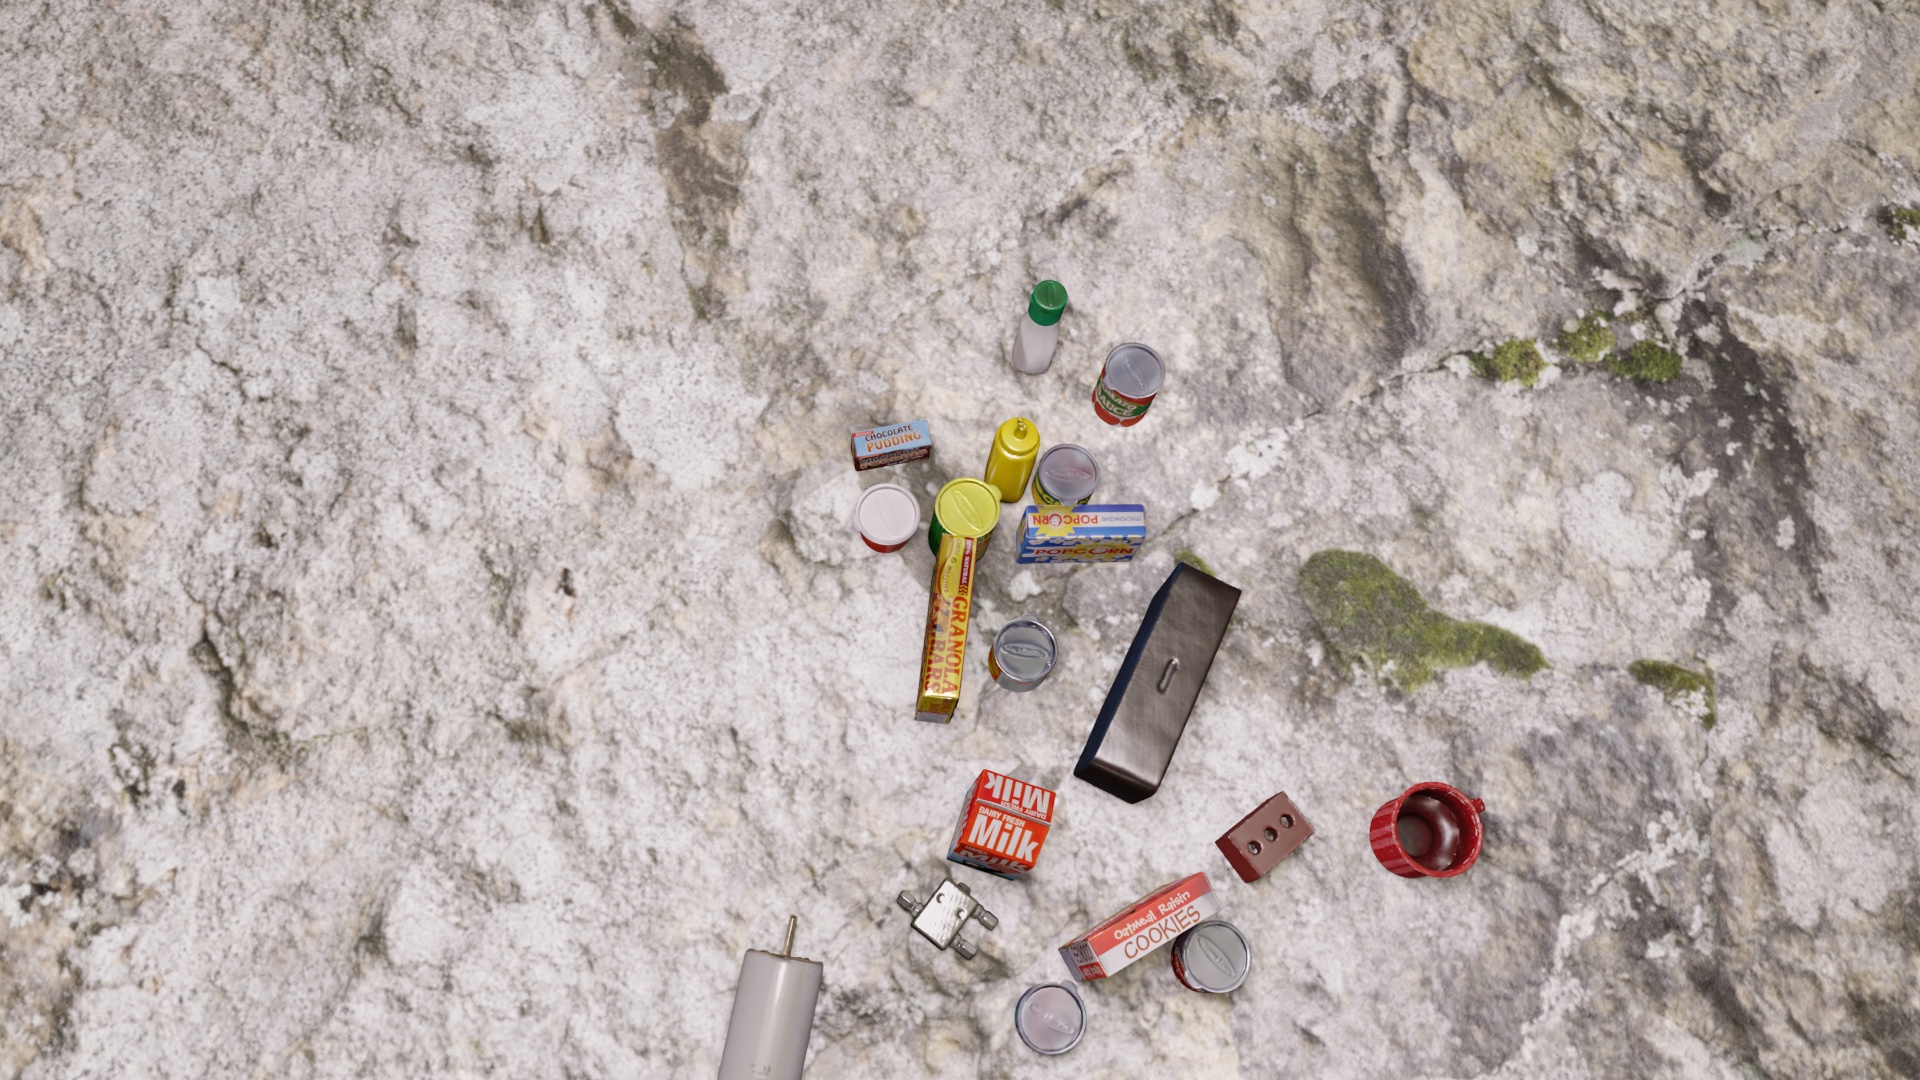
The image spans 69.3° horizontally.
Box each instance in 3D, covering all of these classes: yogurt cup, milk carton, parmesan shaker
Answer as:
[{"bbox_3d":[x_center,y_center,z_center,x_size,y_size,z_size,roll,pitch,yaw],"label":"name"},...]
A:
[{"bbox_3d":[-0.078,-0.020,1.462,0.072,0.053,0.072,2,71,-5],"label":"yogurt cup"},{"bbox_3d":[0.038,0.266,1.300,0.072,0.190,0.074,18,70,1],"label":"milk carton"},{"bbox_3d":[0.005,-0.018,1.443,0.071,0.102,0.071,2,71,-5],"label":"parmesan shaker"}]

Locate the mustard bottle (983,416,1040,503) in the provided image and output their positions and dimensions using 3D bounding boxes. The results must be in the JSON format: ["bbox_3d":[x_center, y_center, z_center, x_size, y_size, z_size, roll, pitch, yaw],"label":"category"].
[{"bbox_3d":[0.055,-0.090,1.443,0.049,0.159,0.065,12,71,-1],"label":"mustard bottle"}]

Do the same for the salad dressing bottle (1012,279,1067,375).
[{"bbox_3d":[0.086,-0.230,1.502,0.044,0.147,0.064,0,71,-6],"label":"salad dressing bottle"}]

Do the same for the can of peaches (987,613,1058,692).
[{"bbox_3d":[0.064,0.116,1.426,0.071,0.058,0.071,2,71,-5],"label":"can of peaches"}]

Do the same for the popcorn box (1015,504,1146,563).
[{"bbox_3d":[0.125,-0.006,1.461,0.127,0.085,0.038,-1,71,-6],"label":"popcorn box"}]

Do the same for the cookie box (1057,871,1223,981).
[{"bbox_3d":[0.163,0.360,1.292,0.123,0.167,0.040,-27,76,-14],"label":"cookie box"}]

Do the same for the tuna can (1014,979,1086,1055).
[{"bbox_3d":[0.086,0.453,1.323,0.071,0.032,0.071,2,71,-5],"label":"tuna can"}]

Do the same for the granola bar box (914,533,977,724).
[{"bbox_3d":[-0.014,0.091,1.392,0.039,0.123,0.166,8,70,-3],"label":"granola bar box"}]

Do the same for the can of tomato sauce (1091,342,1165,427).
[{"bbox_3d":[0.182,-0.168,1.524,0.071,0.082,0.071,2,71,-5],"label":"can of tomato sauce"}]

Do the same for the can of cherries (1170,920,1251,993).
[{"bbox_3d":[0.239,0.404,1.342,0.071,0.058,0.071,2,71,-5],"label":"can of cherries"}]

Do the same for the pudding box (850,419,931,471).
[{"bbox_3d":[-0.075,-0.102,1.493,0.084,0.049,0.030,-10,72,-9],"label":"pudding box"}]

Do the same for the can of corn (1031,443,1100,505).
[{"bbox_3d":[0.112,-0.061,1.493,0.071,0.058,0.071,2,71,-5],"label":"can of corn"}]
